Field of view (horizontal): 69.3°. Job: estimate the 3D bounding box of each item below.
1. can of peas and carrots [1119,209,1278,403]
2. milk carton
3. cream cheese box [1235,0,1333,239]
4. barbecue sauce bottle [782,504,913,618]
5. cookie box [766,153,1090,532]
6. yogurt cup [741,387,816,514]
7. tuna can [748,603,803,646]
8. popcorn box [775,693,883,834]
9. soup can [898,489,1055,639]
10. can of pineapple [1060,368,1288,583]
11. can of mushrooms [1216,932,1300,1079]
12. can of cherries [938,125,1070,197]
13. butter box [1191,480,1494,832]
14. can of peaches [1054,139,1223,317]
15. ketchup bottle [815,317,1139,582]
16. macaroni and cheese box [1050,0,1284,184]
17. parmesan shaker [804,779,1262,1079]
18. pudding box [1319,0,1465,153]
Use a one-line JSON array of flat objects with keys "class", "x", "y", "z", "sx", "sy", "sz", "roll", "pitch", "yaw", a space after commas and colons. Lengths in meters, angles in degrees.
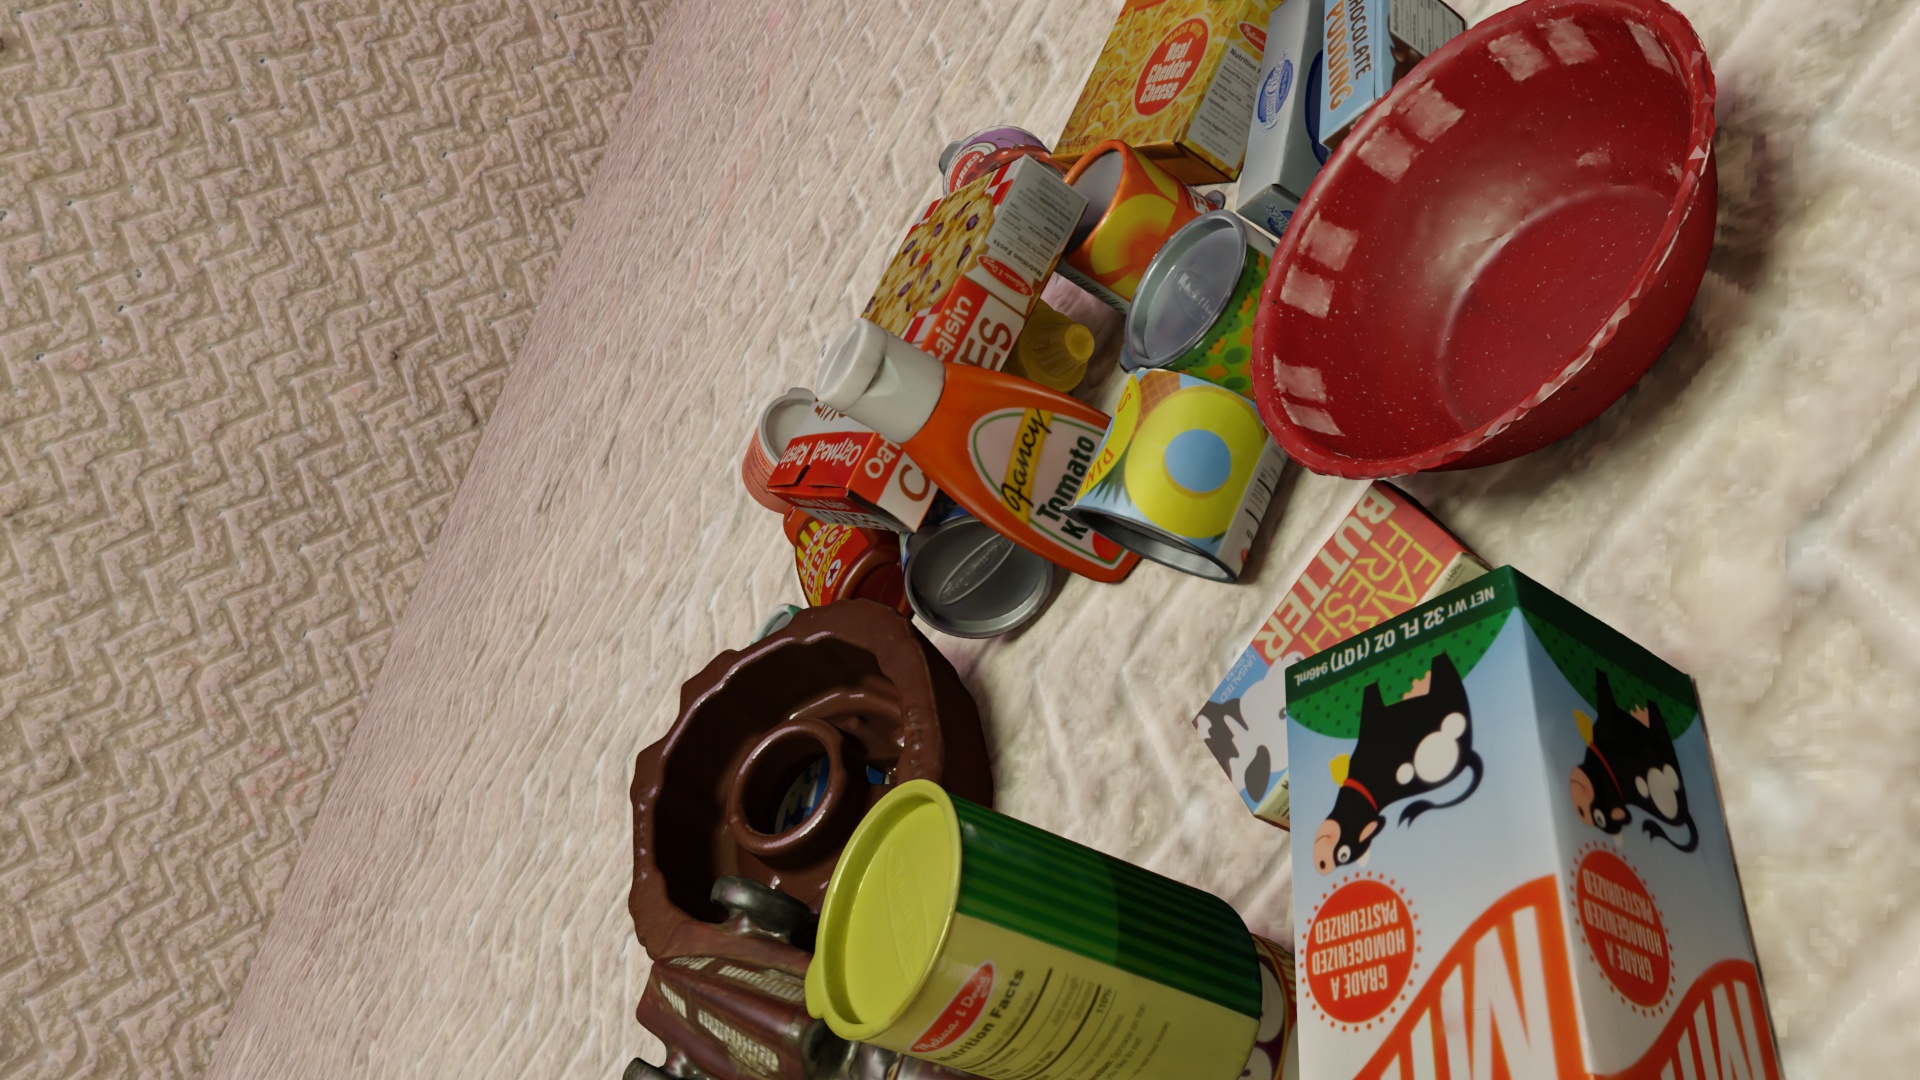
[{"class": "can of peas and carrots", "x": 0.104, "y": -0.081, "z": 0.531, "sx": 0.070, "sy": 0.058, "sz": 0.071, "roll": -44, "pitch": 32, "yaw": 37}, {"class": "milk carton", "x": 0.124, "y": 0.110, "z": 0.300, "sx": 0.072, "sy": 0.073, "sz": 0.191, "roll": -35, "pitch": 38, "yaw": 45}, {"class": "cream cheese box", "x": 0.141, "y": -0.161, "z": 0.543, "sx": 0.024, "sy": 0.053, "sz": 0.104, "roll": -26, "pitch": 45, "yaw": 55}, {"class": "barbecue sauce bottle", "x": -0.067, "y": 0.010, "z": 0.782, "sx": 0.064, "sy": 0.043, "sz": 0.149, "roll": -62, "pitch": 25, "yaw": 7}, {"class": "cookie box", "x": -0.020, "y": -0.086, "z": 0.637, "sx": 0.167, "sy": 0.040, "sz": 0.123, "roll": -62, "pitch": 21, "yaw": -9}, {"class": "yogurt cup", "x": -0.106, "y": -0.053, "z": 0.894, "sx": 0.053, "sy": 0.072, "sz": 0.073, "roll": -46, "pitch": 30, "yaw": 48}, {"class": "tuna can", "x": -0.099, "y": 0.073, "z": 0.795, "sx": 0.070, "sy": 0.033, "sz": 0.071, "roll": -43, "pitch": 32, "yaw": 36}, {"class": "popcorn box", "x": -0.075, "y": 0.120, "z": 0.701, "sx": 0.085, "sy": 0.038, "sz": 0.127, "roll": -31, "pitch": 40, "yaw": 48}, {"class": "soup can", "x": 0.002, "y": -0.008, "z": 0.634, "sx": 0.071, "sy": 0.071, "sz": 0.084, "roll": -51, "pitch": 25, "yaw": 24}, {"class": "can of pineapple", "x": 0.080, "y": -0.024, "z": 0.511, "sx": 0.071, "sy": 0.071, "sz": 0.058, "roll": 11, "pitch": 76, "yaw": 64}, {"class": "can of mushrooms", "x": 0.072, "y": 0.143, "z": 0.412, "sx": 0.070, "sy": 0.033, "sz": 0.071, "roll": -44, "pitch": 32, "yaw": 36}, {"class": "can of cherries", "x": 0.026, "y": -0.189, "z": 0.764, "sx": 0.071, "sy": 0.071, "sz": 0.058, "roll": -55, "pitch": 27, "yaw": 18}, {"class": "butter box", "x": 0.119, "y": 0.036, "z": 0.434, "sx": 0.103, "sy": 0.024, "sz": 0.053, "roll": -56, "pitch": 27, "yaw": 15}, {"class": "can of peaches", "x": 0.078, "y": -0.144, "z": 0.639, "sx": 0.071, "sy": 0.058, "sz": 0.071, "roll": -43, "pitch": 32, "yaw": 37}, {"class": "ketchup bottle", "x": 0.014, "y": -0.039, "z": 0.557, "sx": 0.064, "sy": 0.149, "sz": 0.043, "roll": -63, "pitch": 24, "yaw": 0}, {"class": "macaroni and cheese box", "x": 0.122, "y": -0.256, "z": 0.683, "sx": 0.166, "sy": 0.040, "sz": 0.124, "roll": -64, "pitch": 27, "yaw": -1}, {"class": "parmesan shaker", "x": 0.020, "y": 0.114, "z": 0.375, "sx": 0.071, "sy": 0.103, "sz": 0.072, "roll": -43, "pitch": 33, "yaw": 37}, {"class": "pudding box", "x": 0.162, "y": -0.173, "z": 0.519, "sx": 0.030, "sy": 0.049, "sz": 0.084, "roll": -33, "pitch": 39, "yaw": 49}]
